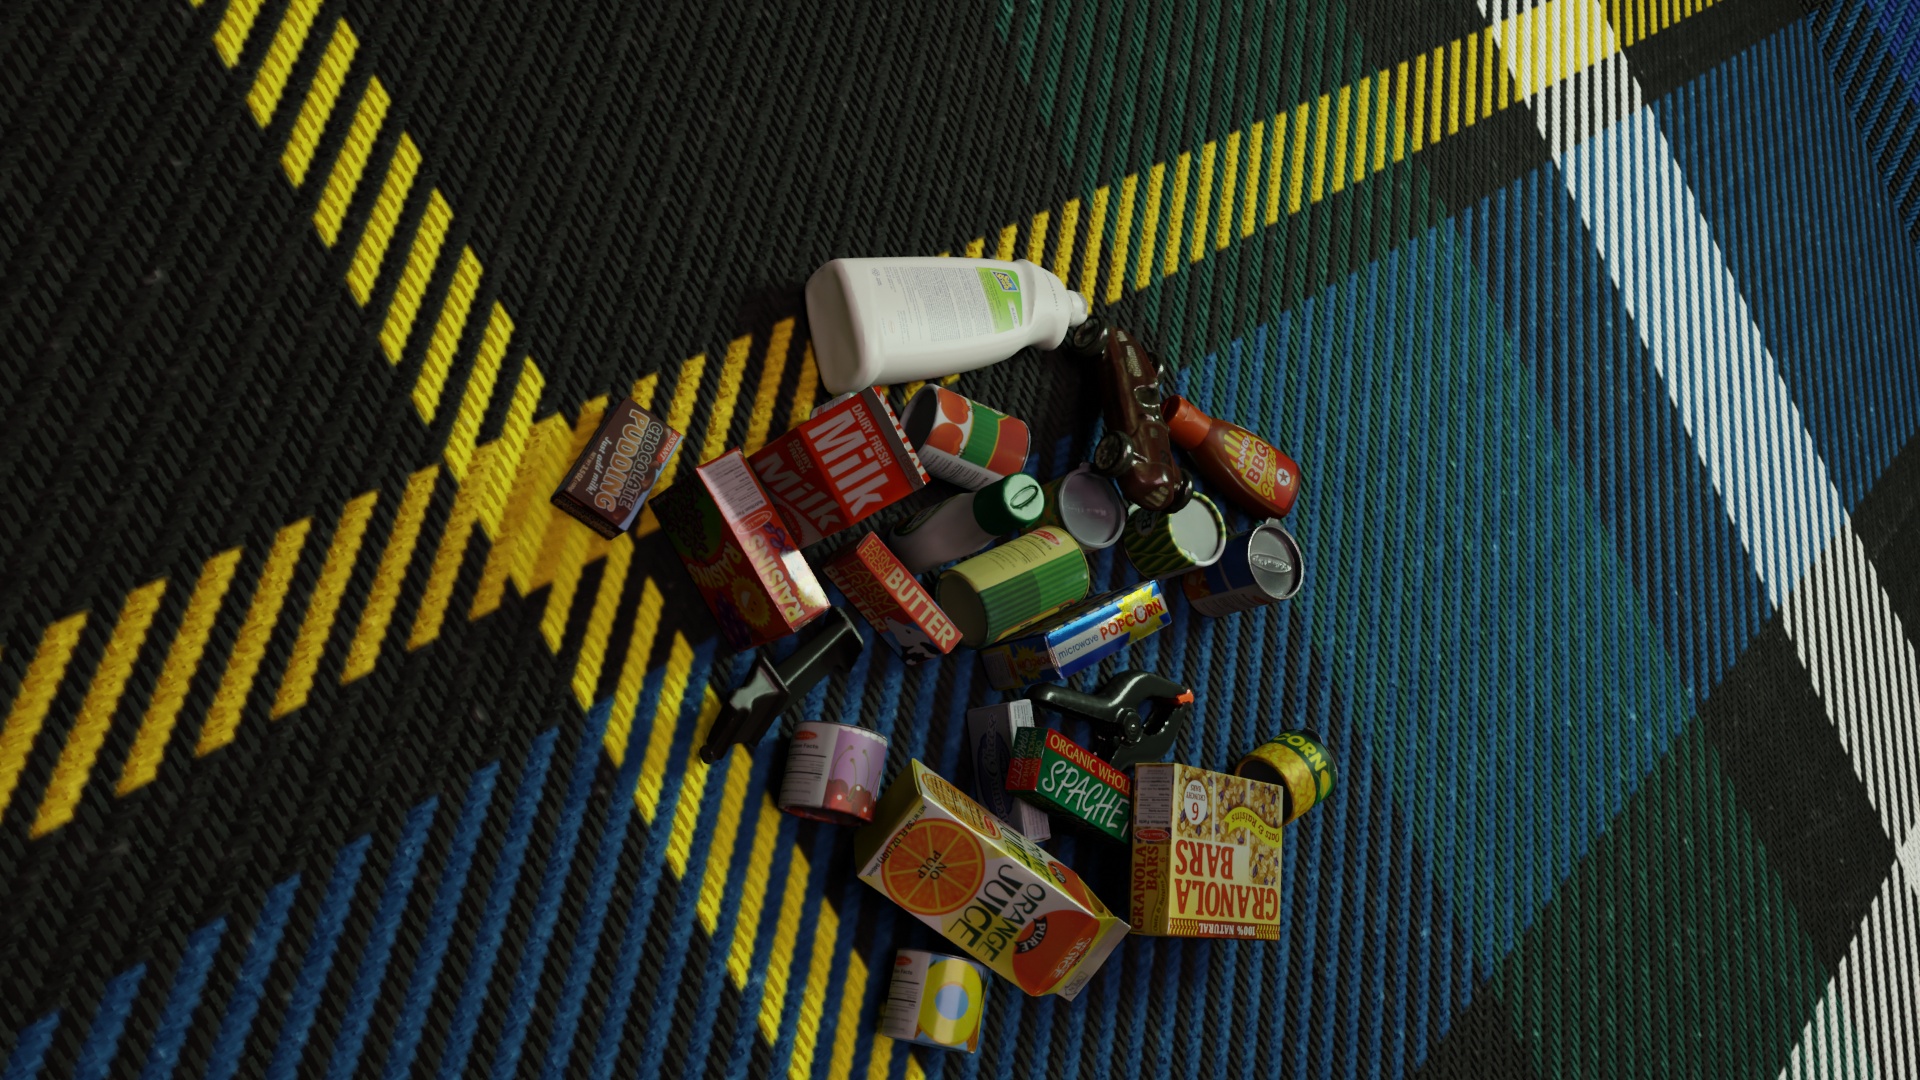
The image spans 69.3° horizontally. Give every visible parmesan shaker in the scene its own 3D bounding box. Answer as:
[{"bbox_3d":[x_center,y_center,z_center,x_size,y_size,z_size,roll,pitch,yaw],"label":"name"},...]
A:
[{"bbox_3d":[0.037,0.035,1.061,0.103,0.071,0.071,-23,90,-34],"label":"parmesan shaker"}]

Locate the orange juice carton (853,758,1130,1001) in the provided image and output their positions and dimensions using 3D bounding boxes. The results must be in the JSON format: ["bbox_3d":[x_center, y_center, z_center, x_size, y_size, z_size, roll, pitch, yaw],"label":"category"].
[{"bbox_3d":[0.024,0.241,0.955,0.192,0.073,0.071,37,95,-11],"label":"orange juice carton"}]

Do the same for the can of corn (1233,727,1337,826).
[{"bbox_3d":[0.273,0.198,1.170,0.058,0.071,0.071,-22,89,-36],"label":"can of corn"}]

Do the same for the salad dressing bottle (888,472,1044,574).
[{"bbox_3d":[0.004,-0.013,0.999,0.064,0.147,0.044,-35,97,-36],"label":"salad dressing bottle"}]

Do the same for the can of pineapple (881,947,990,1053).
[{"bbox_3d":[-0.015,0.312,0.942,0.071,0.071,0.058,23,65,-27],"label":"can of pineapple"}]

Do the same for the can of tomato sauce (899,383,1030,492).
[{"bbox_3d":[0.001,-0.078,1.067,0.083,0.071,0.071,20,66,-28],"label":"can of tomato sauce"}]

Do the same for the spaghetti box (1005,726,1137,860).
[{"bbox_3d":[0.121,0.207,1.048,0.249,0.028,0.050,36,58,-40],"label":"spaghetti box"}]

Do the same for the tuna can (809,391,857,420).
[{"bbox_3d":[-0.078,-0.072,1.014,0.071,0.033,0.071,57,18,-30],"label":"tuna can"}]

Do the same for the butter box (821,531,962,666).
[{"bbox_3d":[-0.050,0.044,1.005,0.103,0.053,0.024,50,54,-12],"label":"butter box"}]

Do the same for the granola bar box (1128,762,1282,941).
[{"bbox_3d":[0.191,0.242,1.069,0.165,0.039,0.124,20,69,-46],"label":"granola bar box"}]

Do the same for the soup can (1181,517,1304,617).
[{"bbox_3d":[0.241,0.024,1.189,0.071,0.083,0.071,10,71,-32],"label":"soup can"}]

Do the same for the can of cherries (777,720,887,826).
[{"bbox_3d":[-0.084,0.159,0.941,0.071,0.071,0.058,21,66,-28],"label":"can of cherries"}]

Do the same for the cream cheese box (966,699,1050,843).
[{"bbox_3d":[0.035,0.172,1.025,0.024,0.053,0.104,0,77,-36],"label":"cream cheese box"}]

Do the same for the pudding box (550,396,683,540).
[{"bbox_3d":[-0.228,-0.048,0.925,0.049,0.030,0.084,38,59,-21],"label":"pudding box"}]

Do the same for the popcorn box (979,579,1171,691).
[{"bbox_3d":[0.089,0.073,1.071,0.127,0.085,0.038,-22,91,-37],"label":"popcorn box"}]

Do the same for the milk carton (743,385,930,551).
[{"bbox_3d":[-0.089,-0.043,0.919,0.074,0.190,0.072,-32,96,-36],"label":"milk carton"}]

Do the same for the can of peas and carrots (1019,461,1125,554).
[{"bbox_3d":[0.088,-0.021,1.114,0.071,0.058,0.071,11,70,-31],"label":"can of peas and carrots"}]

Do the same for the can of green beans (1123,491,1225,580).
[{"bbox_3d":[0.181,-0.004,1.173,0.071,0.057,0.071,10,71,-32],"label":"can of green beans"}]

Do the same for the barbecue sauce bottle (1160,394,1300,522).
[{"bbox_3d":[0.237,-0.077,1.241,0.148,0.043,0.065,32,62,-23],"label":"barbecue sauce bottle"}]

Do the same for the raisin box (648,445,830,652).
[{"bbox_3d":[-0.149,0.009,0.928,0.040,0.086,0.123,-34,96,-37],"label":"raisin box"}]
